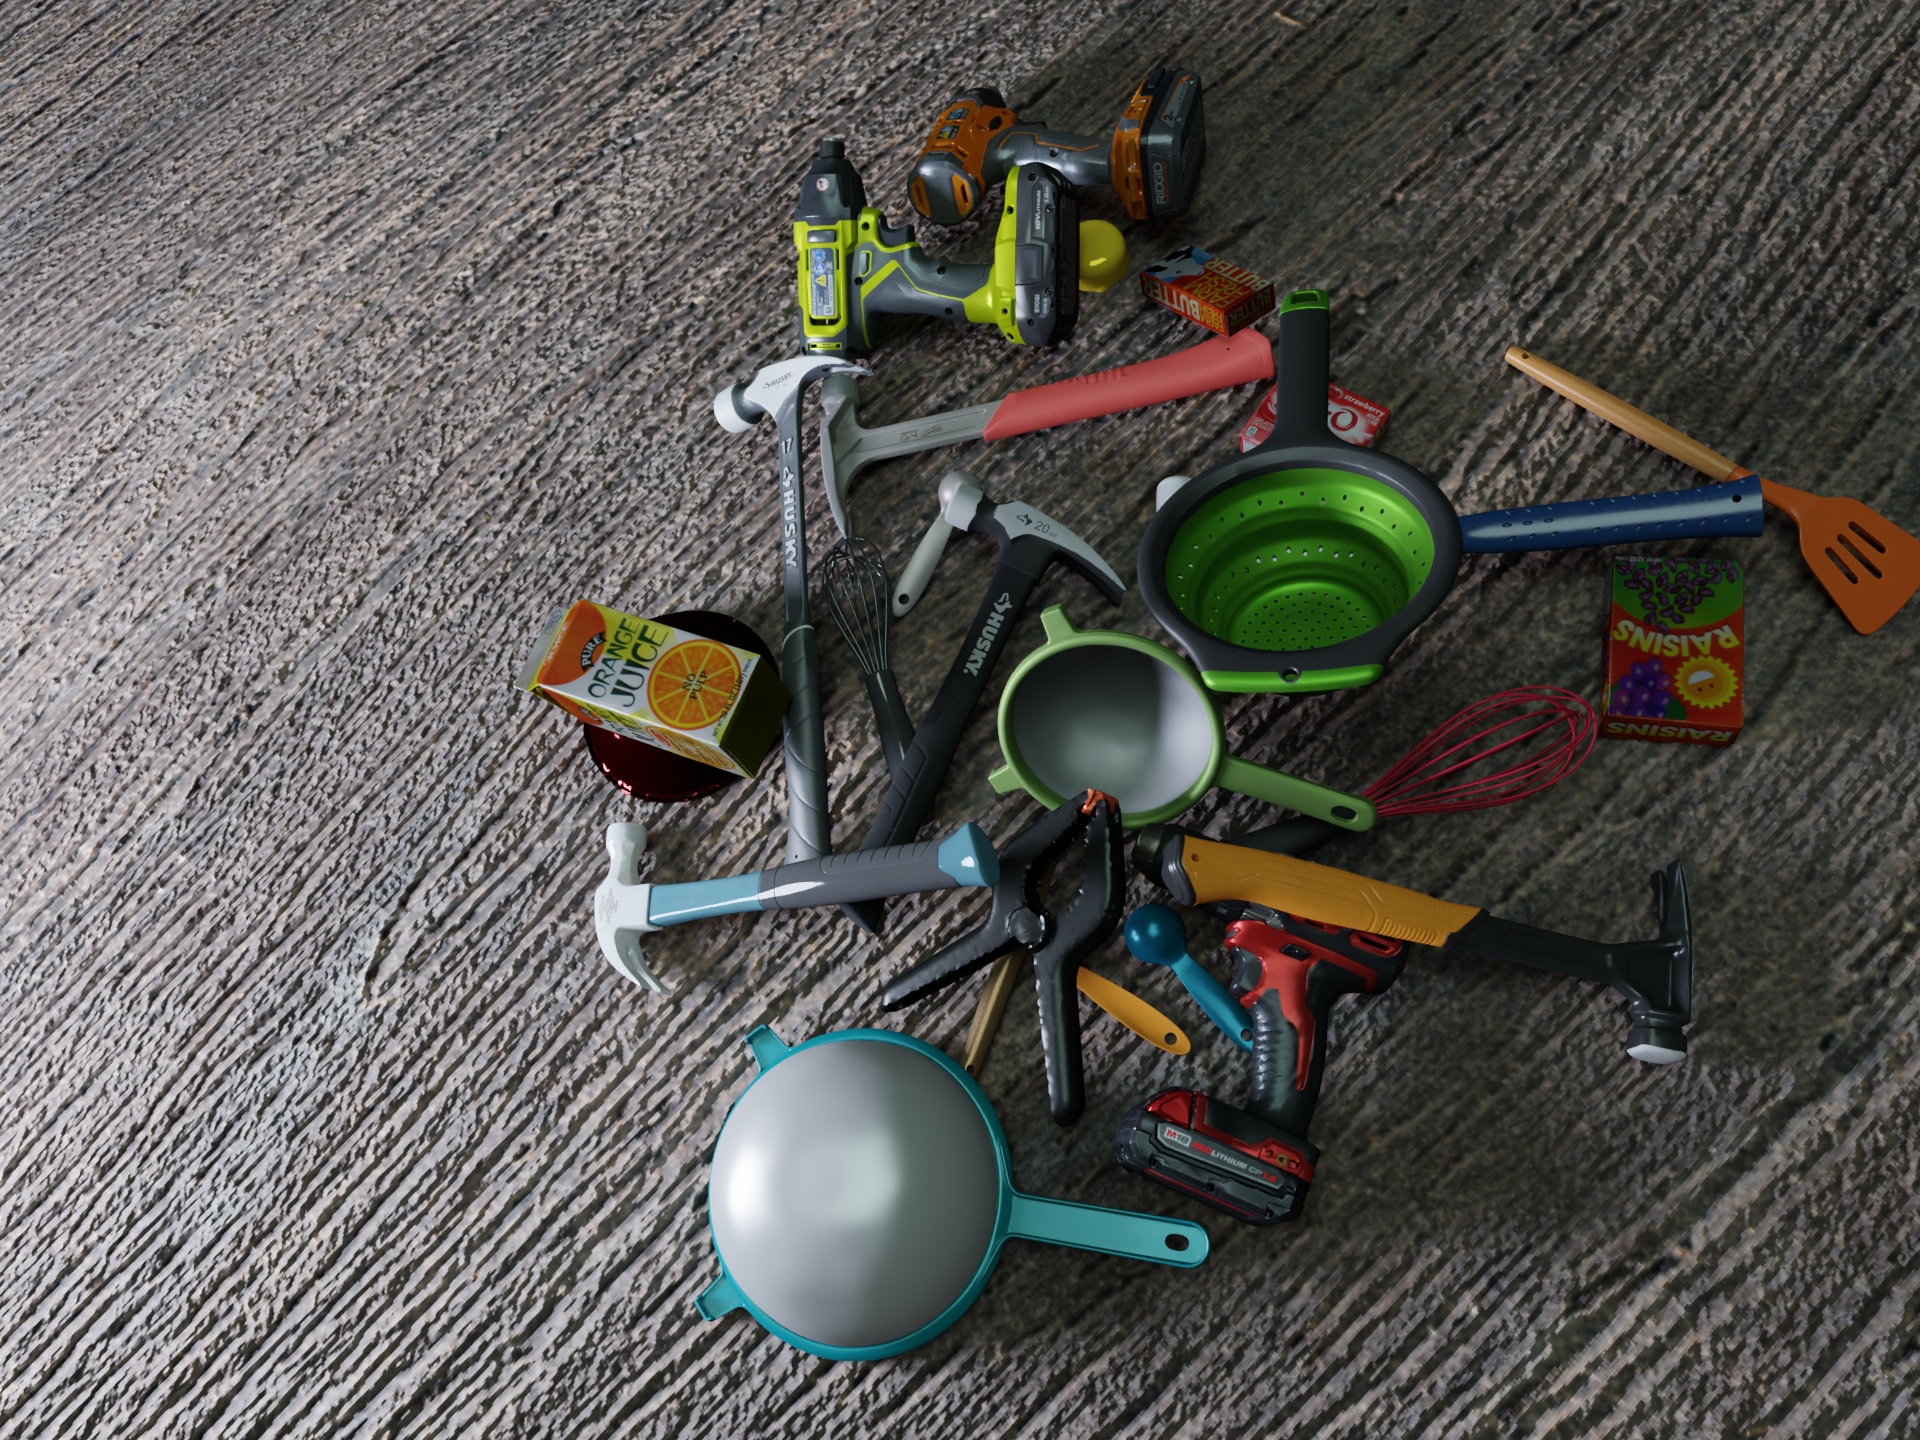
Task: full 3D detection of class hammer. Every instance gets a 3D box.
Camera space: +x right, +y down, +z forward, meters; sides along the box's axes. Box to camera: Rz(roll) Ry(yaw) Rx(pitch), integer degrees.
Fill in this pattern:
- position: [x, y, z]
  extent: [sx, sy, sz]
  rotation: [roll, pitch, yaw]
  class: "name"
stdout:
- position: [-0.002, -0.004, 1.138]
  extent: [0.146, 0.035, 0.335]
  rotation: [24, 73, 4]
  class: "hammer"
- position: [0.292, 0.116, 0.993]
  extent: [0.337, 0.034, 0.127]
  rotation: [13, 67, -3]
  class: "hammer"
- position: [0.336, -0.123, 1.113]
  extent: [0.405, 0.035, 0.144]
  rotation: [-4, 68, 19]
  class: "hammer"
- position: [-0.117, -0.080, 1.180]
  extent: [0.149, 0.036, 0.409]
  rotation: [-16, 72, 40]
  class: "hammer"
- position: [0.066, -0.238, 1.245]
  extent: [0.359, 0.036, 0.149]
  rotation: [-11, 66, 8]
  class: "hammer"
- position: [-0.121, 0.112, 1.085]
  extent: [0.331, 0.033, 0.128]
  rotation: [-11, 65, 30]
  class: "hammer"

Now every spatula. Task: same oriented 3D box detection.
- position: [0.056, 0.103, 1.102]
  extent: [0.082, 0.044, 0.318]
  rotation: [21, 75, -2]
  class: "spatula"
- position: [0.525, -0.181, 1.130]
  extent: [0.081, 0.041, 0.323]
  rotation: [-45, 62, -9]
  class: "spatula"

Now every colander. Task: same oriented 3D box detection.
- position: [0.237, -0.147, 1.100]
  extent: [0.204, 0.094, 0.397]
  rotation: [-2, 50, 16]
  class: "colander"

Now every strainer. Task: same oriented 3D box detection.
- position: [-0.018, 0.302, 0.995]
  extent: [0.340, 0.095, 0.211]
  rotation: [4, 72, 18]
  class: "strainer"
- position: [0.154, 0.011, 1.061]
  extent: [0.256, 0.151, 0.069]
  rotation: [18, 33, 3]
  class: "strainer"

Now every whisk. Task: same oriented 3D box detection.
- position: [-0.057, -0.032, 1.184]
  extent: [0.055, 0.055, 0.239]
  rotation: [-19, 70, 4]
  class: "whisk"
- position: [0.283, 0.053, 1.069]
  extent: [0.296, 0.073, 0.073]
  rotation: [-24, 65, 9]
  class: "whisk"

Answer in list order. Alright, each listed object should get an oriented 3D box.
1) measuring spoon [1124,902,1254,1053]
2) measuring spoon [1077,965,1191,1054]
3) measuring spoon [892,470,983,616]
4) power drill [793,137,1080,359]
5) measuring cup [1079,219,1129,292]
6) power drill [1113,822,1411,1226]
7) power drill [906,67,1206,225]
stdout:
- position: [0.158, 0.172, 1.063]
  extent: [0.042, 0.021, 0.129]
  rotation: [-40, 64, -5]
  class: "measuring spoon"
- position: [0.106, 0.191, 1.075]
  extent: [0.117, 0.011, 0.021]
  rotation: [33, 78, 18]
  class: "measuring spoon"
- position: [-0.021, -0.134, 1.213]
  extent: [0.034, 0.018, 0.124]
  rotation: [28, 93, -1]
  class: "measuring spoon"
- position: [-0.023, -0.373, 1.257]
  extent: [0.223, 0.080, 0.171]
  rotation: [4, 104, 17]
  class: "power drill"
- position: [0.060, -0.372, 1.303]
  extent: [0.156, 0.029, 0.062]
  rotation: [-12, 66, 4]
  class: "measuring cup"
- position: [0.169, 0.184, 1.012]
  extent: [0.188, 0.080, 0.227]
  rotation: [23, 71, 7]
  class: "power drill"
- position: [0.083, -0.479, 1.311]
  extent: [0.226, 0.084, 0.164]
  rotation: [4, 50, 18]
  class: "power drill"
